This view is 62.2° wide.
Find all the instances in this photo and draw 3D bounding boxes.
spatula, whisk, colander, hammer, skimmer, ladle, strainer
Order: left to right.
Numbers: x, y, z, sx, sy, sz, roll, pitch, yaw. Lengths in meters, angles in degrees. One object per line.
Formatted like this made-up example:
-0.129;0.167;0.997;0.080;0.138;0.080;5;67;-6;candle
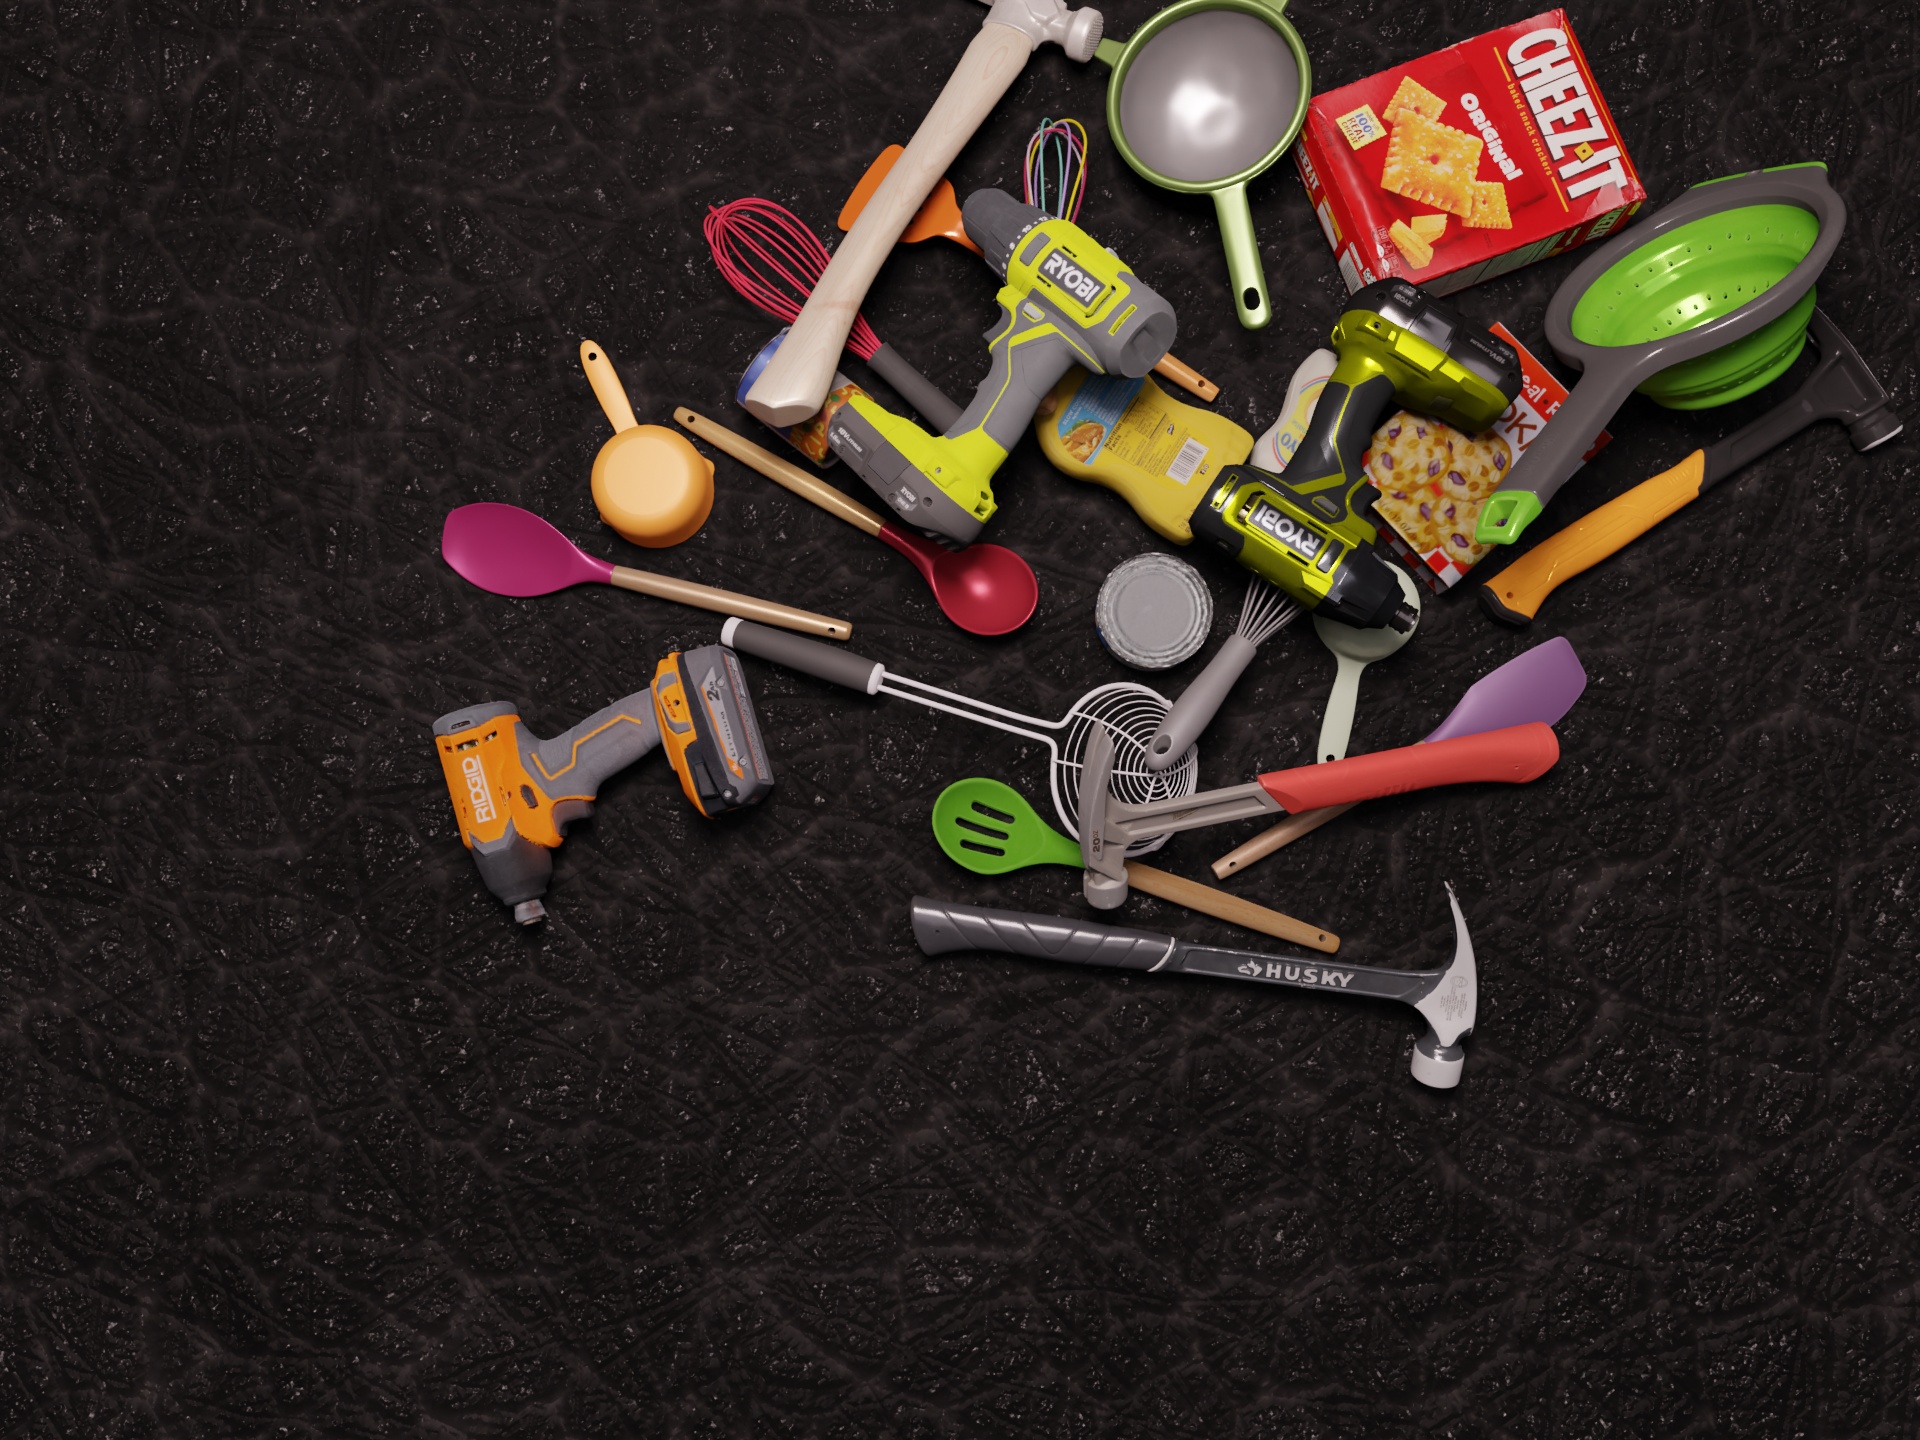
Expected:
-0.082;-0.156;1.201;0.315;0.031;0.069;30;83;5;ladle
-0.077;-0.289;1.199;0.296;0.073;0.073;42;87;-1;whisk
-0.050;-0.392;1.171;0.146;0.038;0.411;26;74;12;hammer
-0.002;-0.004;1.179;0.363;0.090;0.127;18;79;11;skimmer
0.058;-0.333;1.219;0.322;0.041;0.081;33;85;0;spatula
0.068;-0.340;1.174;0.047;0.051;0.245;0;73;10;whisk
0.165;0.167;1.145;0.409;0.036;0.149;7;109;5;hammer
0.200;-0.409;1.194;0.151;0.069;0.256;-13;84;16;strainer
0.200;-0.055;1.147;0.055;0.055;0.239;37;68;4;whisk
0.256;0.038;1.121;0.359;0.037;0.149;-10;127;-12;hammer
0.326;0.036;1.180;0.316;0.018;0.059;-29;96;-2;spatula
0.488;-0.234;1.120;0.397;0.205;0.094;-49;119;-20;colander
0.529;-0.180;1.189;0.337;0.034;0.127;-33;86;-2;hammer

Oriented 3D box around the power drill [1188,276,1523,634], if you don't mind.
0.290;-0.182;1.125;0.171;0.080;0.223;33;84;4;power drill

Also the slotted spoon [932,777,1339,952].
0.128;0.116;1.171;0.314;0.031;0.070;19;73;1;slotted spoon

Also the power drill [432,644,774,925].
-0.258;0.046;1.160;0.226;0.084;0.164;-17;85;4;power drill

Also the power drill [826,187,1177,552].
0.015;-0.252;1.118;0.228;0.080;0.191;-49;62;9;power drill

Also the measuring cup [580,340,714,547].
-0.251;-0.215;1.195;0.095;0.052;0.173;-26;87;-1;measuring cup

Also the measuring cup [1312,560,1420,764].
0.292;-0.040;1.176;0.083;0.038;0.167;14;83;2;measuring cup

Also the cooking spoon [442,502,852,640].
-0.237;-0.104;1.202;0.319;0.017;0.068;14;104;2;cooking spoon
